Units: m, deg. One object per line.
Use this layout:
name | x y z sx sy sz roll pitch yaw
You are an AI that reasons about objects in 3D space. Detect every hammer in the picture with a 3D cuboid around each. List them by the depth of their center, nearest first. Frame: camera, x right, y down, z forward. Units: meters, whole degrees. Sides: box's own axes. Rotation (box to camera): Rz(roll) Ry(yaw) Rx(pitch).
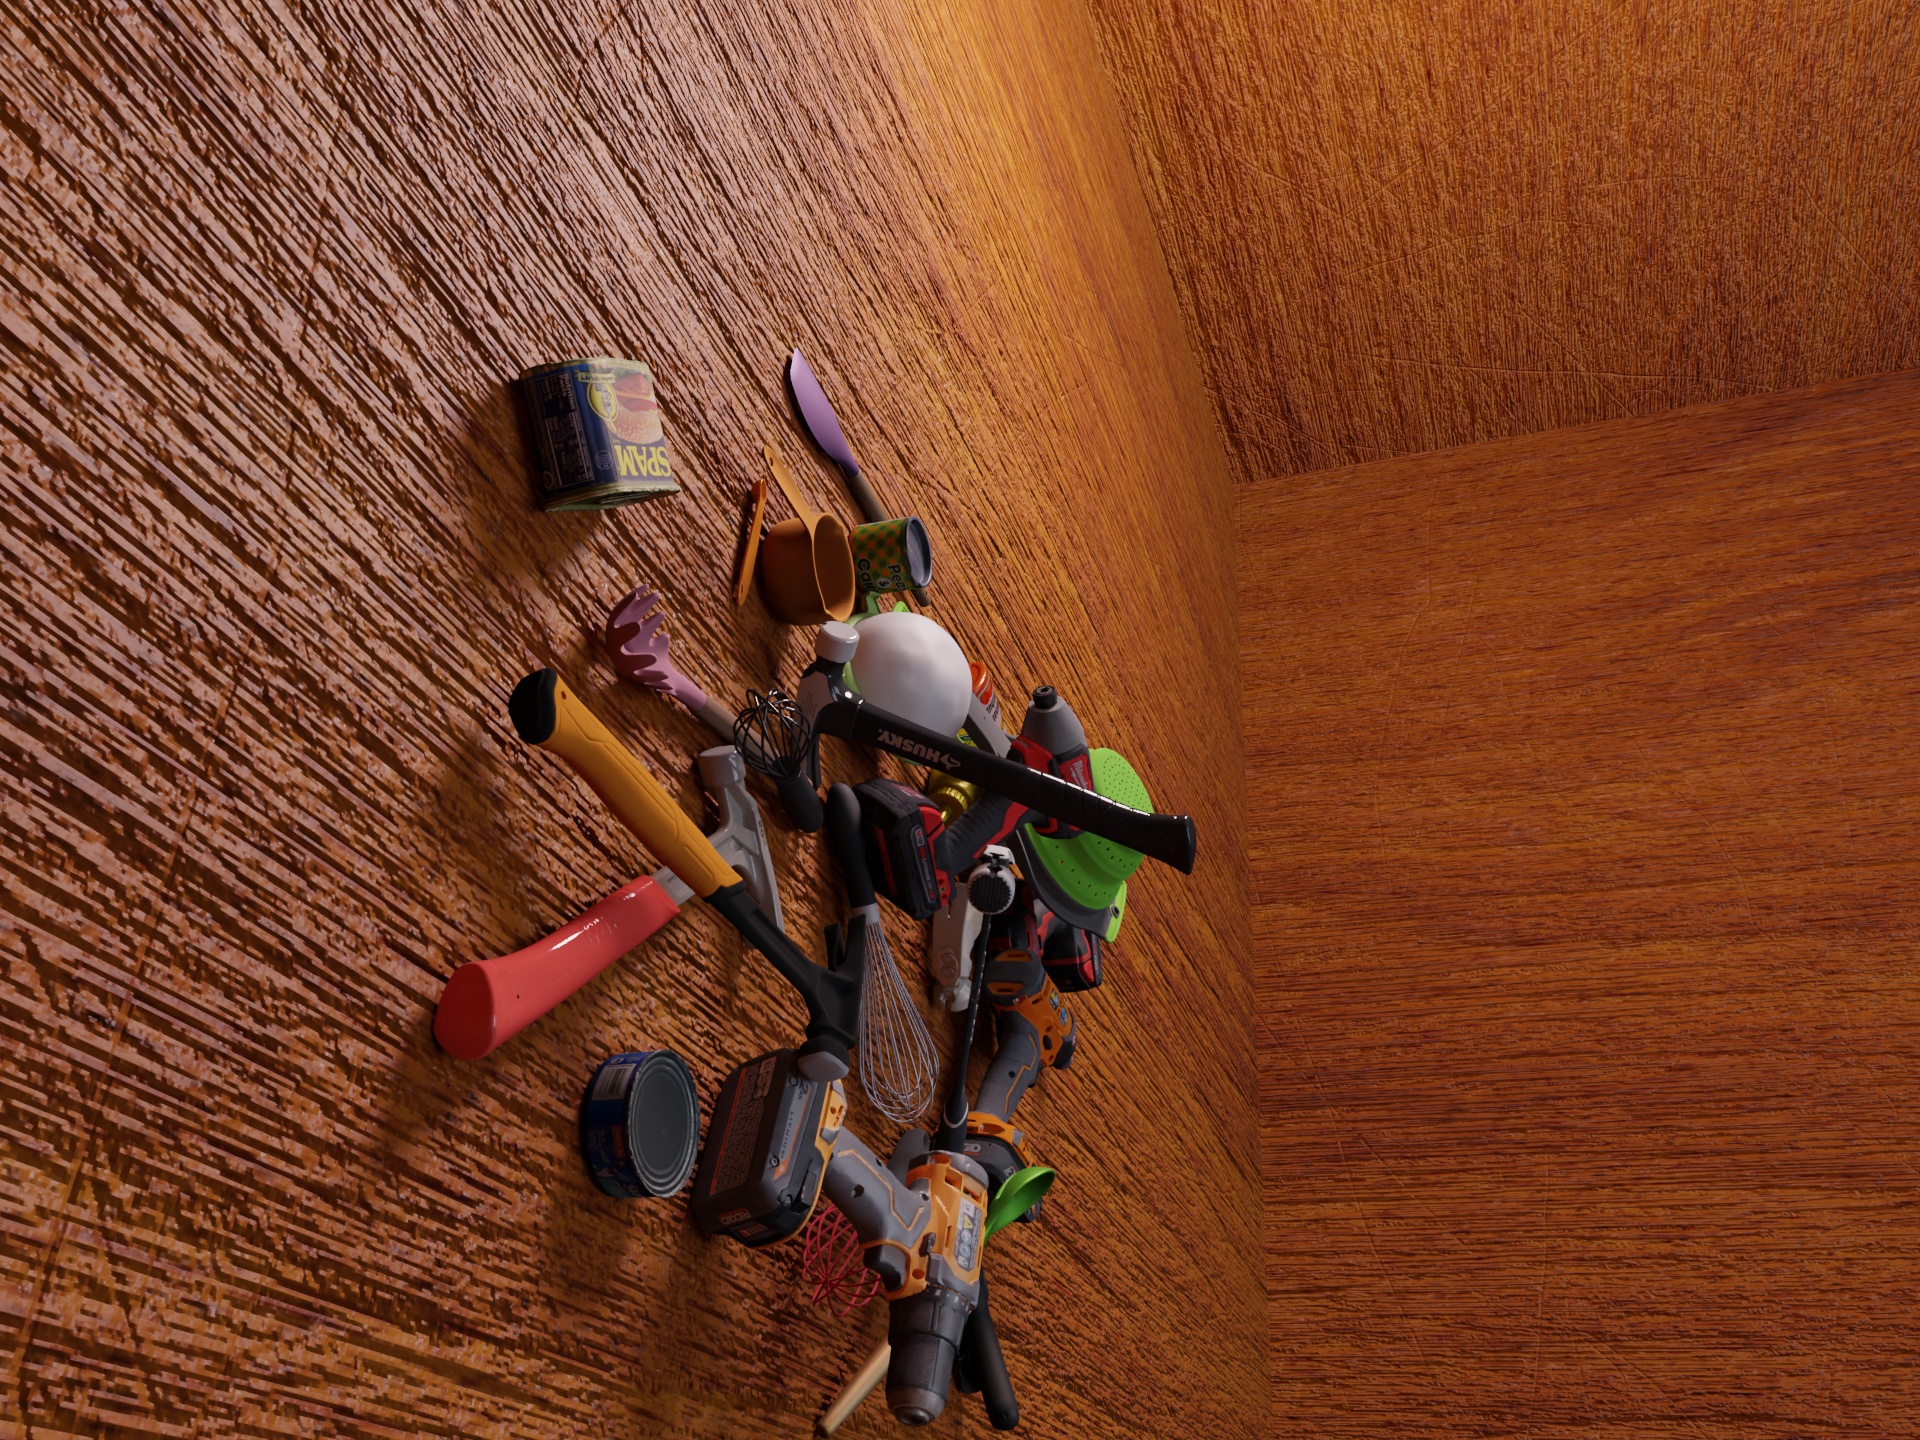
hammer | -0.198 0.127 0.965 0.359 0.037 0.149 -39 119 -70
hammer | -0.158 0.084 0.980 0.336 0.034 0.127 54 27 -36
hammer | 0.026 0.046 1.237 0.035 0.335 0.146 -58 168 -62
hammer | -0.002 0.296 1.293 0.149 0.036 0.409 -68 168 -79
hammer | 0.049 0.101 1.597 0.411 0.038 0.146 -62 158 -52

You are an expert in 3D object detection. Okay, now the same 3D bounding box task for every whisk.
whisk | -0.123 0.037 1.148 0.238 0.055 0.055 82 8 -67
whisk | -0.062 0.380 1.247 0.296 0.073 0.073 -28 109 -77
whisk | -0.072 0.191 1.302 0.070 0.070 0.284 -6 83 -72

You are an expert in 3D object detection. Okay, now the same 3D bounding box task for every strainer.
strainer | -0.002 -0.005 1.411 0.256 0.069 0.152 46 32 -21

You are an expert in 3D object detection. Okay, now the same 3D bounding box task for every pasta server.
pasta server | -0.166 -0.006 1.117 0.316 0.040 0.060 49 27 -61

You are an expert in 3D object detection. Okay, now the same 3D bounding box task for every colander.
colander | 0.079 0.031 1.529 0.396 0.094 0.205 53 28 -17

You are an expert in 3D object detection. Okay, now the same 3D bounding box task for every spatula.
spatula | -0.089 -0.208 1.461 0.315 0.018 0.060 60 26 -47

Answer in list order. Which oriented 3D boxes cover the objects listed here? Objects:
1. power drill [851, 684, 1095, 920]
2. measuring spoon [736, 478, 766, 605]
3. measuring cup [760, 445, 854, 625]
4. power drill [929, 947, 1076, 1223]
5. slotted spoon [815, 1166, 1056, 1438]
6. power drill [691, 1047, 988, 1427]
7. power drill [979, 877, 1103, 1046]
power drill | 0.020 0.066 1.370 0.219 0.079 0.143 -26 122 -26
measuring spoon | -0.164 -0.137 1.224 0.021 0.011 0.117 78 17 -60
measuring cup | -0.137 -0.144 1.235 0.173 0.052 0.095 62 27 -46
power drill | 0.054 0.353 1.507 0.164 0.084 0.227 61 37 -41
slotted spoon | -0.016 0.451 1.260 0.314 0.031 0.070 -36 154 -49
power drill | -0.072 0.347 1.068 0.226 0.084 0.186 42 38 -29
power drill | 0.082 0.262 1.703 0.226 0.080 0.188 13 70 -68
